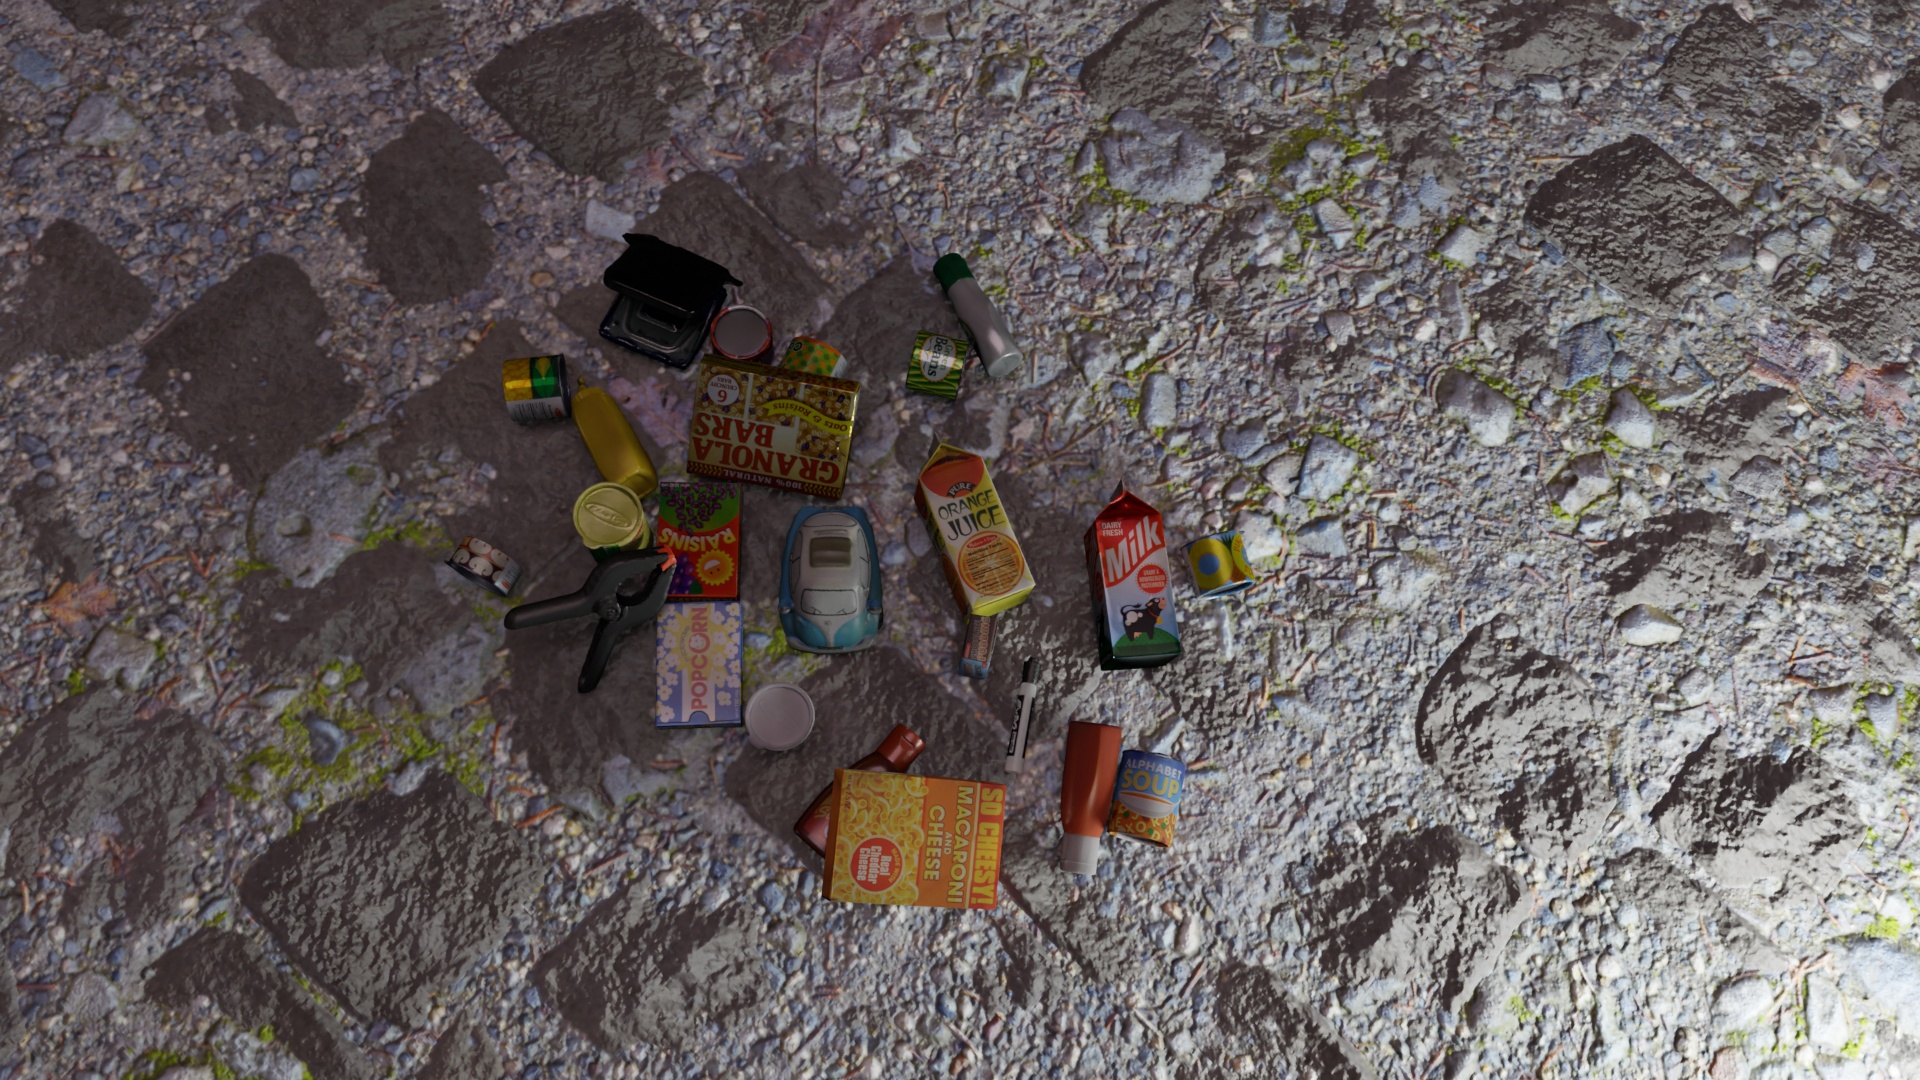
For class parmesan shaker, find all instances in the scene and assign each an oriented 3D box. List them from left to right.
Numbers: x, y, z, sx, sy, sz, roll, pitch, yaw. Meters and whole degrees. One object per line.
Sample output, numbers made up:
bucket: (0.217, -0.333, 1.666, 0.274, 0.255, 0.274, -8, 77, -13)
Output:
parmesan shaker: (-0.349, -0.009, 1.397, 0.071, 0.102, 0.071, 2, 73, -5)

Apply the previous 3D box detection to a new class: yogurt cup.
yogurt cup: (-0.180, 0.178, 1.383, 0.072, 0.053, 0.072, 2, 73, -6)

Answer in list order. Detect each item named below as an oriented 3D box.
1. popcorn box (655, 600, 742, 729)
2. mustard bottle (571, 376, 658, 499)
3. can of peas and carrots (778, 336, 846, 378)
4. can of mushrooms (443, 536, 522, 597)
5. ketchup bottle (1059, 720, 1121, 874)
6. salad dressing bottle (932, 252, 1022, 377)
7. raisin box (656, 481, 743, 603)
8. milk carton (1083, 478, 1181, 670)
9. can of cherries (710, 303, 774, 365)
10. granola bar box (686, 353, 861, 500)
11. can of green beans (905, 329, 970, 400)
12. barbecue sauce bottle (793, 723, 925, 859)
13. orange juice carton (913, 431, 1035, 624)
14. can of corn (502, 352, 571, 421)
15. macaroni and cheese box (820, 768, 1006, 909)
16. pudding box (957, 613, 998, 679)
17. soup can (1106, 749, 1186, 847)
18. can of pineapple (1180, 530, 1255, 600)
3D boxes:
popcorn box: (-0.262, 0.125, 1.399, 0.085, 0.038, 0.127, -1, 73, -7)
mustard bottle: (-0.369, -0.112, 1.447, 0.049, 0.065, 0.161, -34, 62, -1)
can of peas and carrots: (-0.165, -0.178, 1.487, 0.071, 0.070, 0.059, 23, 72, 1)
can of mushrooms: (-0.478, 0.025, 1.392, 0.071, 0.071, 0.033, 28, 72, 3)
ketchup bottle: (0.126, 0.257, 1.390, 0.043, 0.064, 0.149, 13, 80, -26)
salad dressing bottle: (0.017, -0.251, 1.535, 0.044, 0.064, 0.148, -30, 69, 6)
raisin box: (-0.270, 0.003, 1.435, 0.086, 0.040, 0.123, 1, 72, -6)
milk carton: (0.176, 0.035, 1.455, 0.073, 0.072, 0.191, -4, 73, -7)
can of cherries: (-0.235, -0.210, 1.494, 0.071, 0.058, 0.071, 2, 73, -6)
granola bar box: (-0.195, -0.117, 1.444, 0.166, 0.039, 0.123, 10, 114, -3)
can of green beans: (-0.025, -0.190, 1.506, 0.058, 0.071, 0.071, 14, 72, -2)
barbecue sauce bottle: (-0.095, 0.249, 1.376, 0.065, 0.043, 0.149, 41, 73, 1)
orange juice carton: (0.005, -0.018, 1.454, 0.073, 0.071, 0.193, -20, 76, -12)
can of corn: (-0.443, -0.162, 1.453, 0.058, 0.071, 0.071, -7, 74, -8)
macaroni and cheese box: (-0.044, 0.289, 1.344, 0.167, 0.040, 0.124, 8, 81, -19)
pudding box: (0.018, 0.109, 1.410, 0.030, 0.083, 0.050, 11, 73, 0)
soup can: (0.187, 0.258, 1.389, 0.071, 0.071, 0.084, 14, 73, -2)
can of pineapple: (0.274, 0.026, 1.471, 0.071, 0.071, 0.058, -13, 76, -10)
